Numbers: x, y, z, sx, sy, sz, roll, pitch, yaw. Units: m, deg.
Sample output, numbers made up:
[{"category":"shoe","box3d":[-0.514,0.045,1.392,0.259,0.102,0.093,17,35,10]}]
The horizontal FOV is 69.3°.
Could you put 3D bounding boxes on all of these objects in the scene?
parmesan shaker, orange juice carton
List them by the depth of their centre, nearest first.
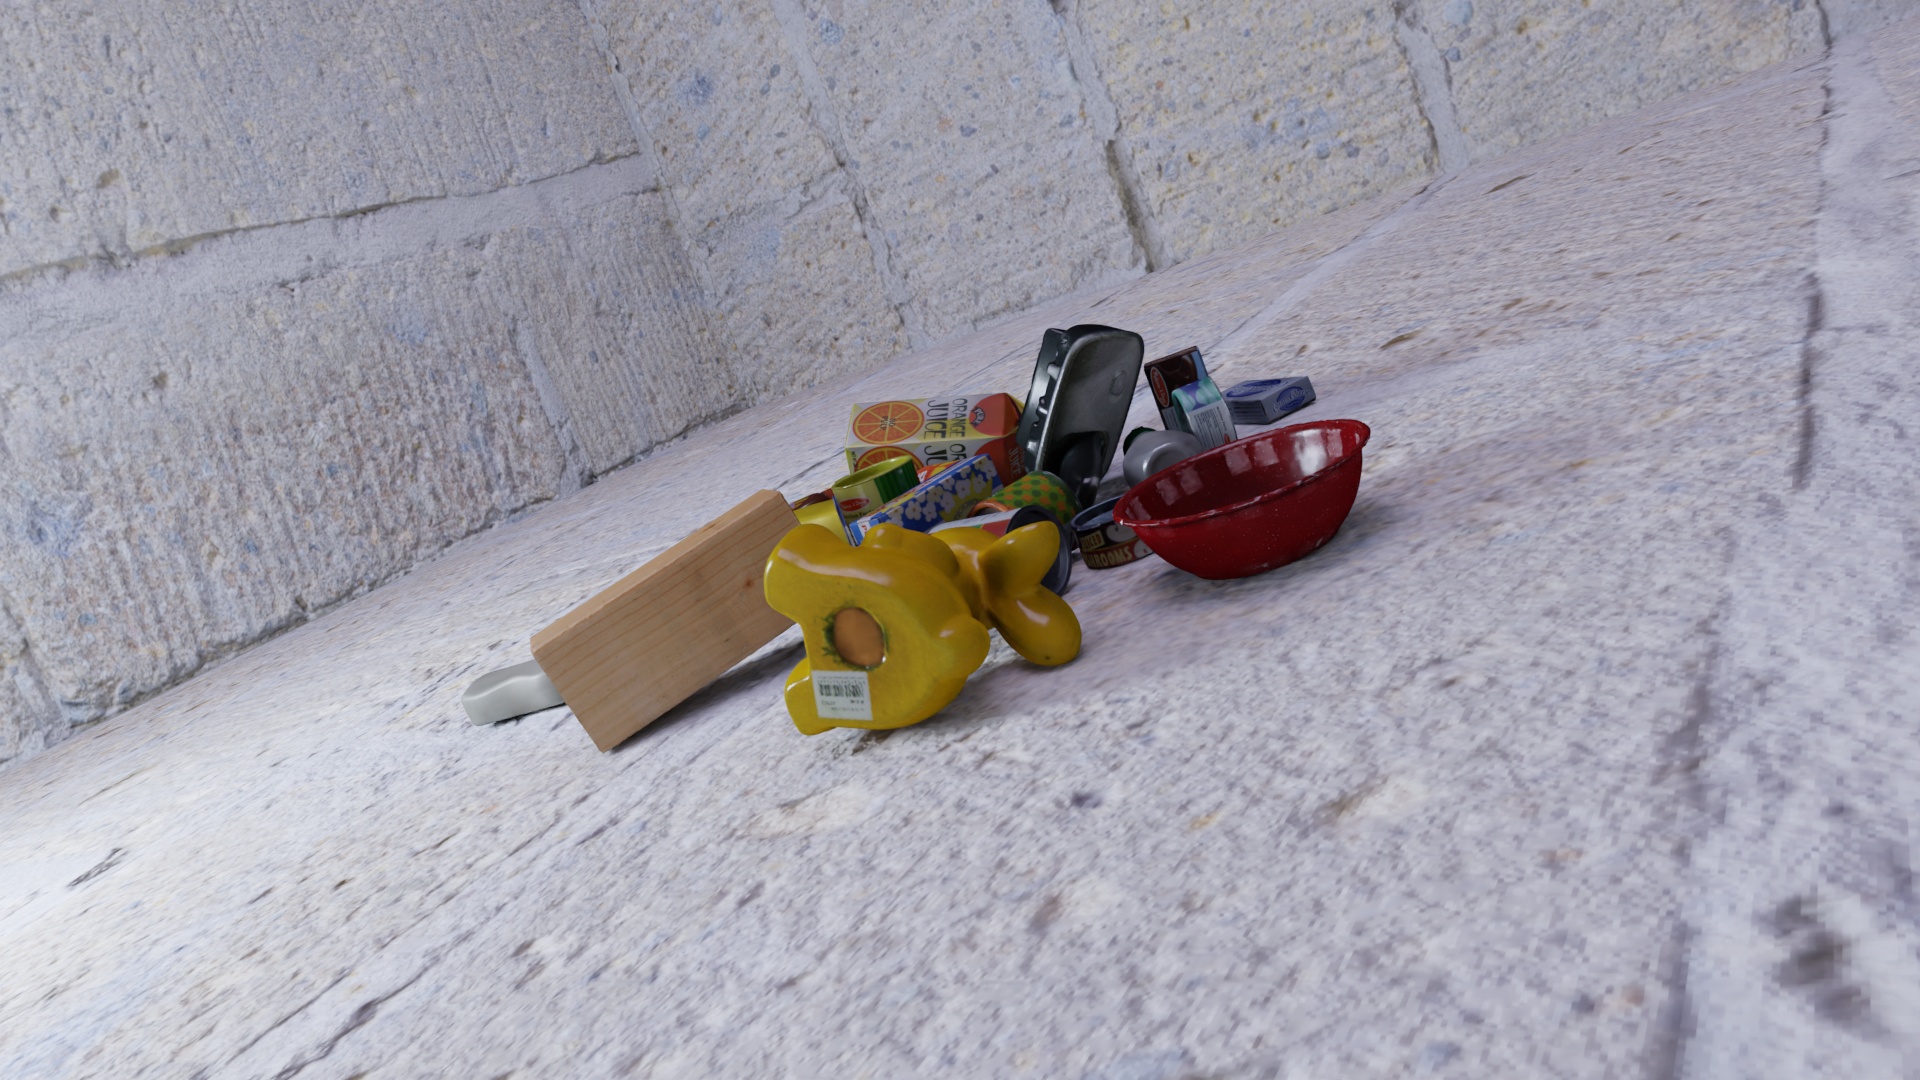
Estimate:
[{"category":"parmesan shaker","box3d":[-0.052,-0.006,1.070,0.071,0.103,0.071,-20,12,5]},{"category":"orange juice carton","box3d":[-0.007,-0.089,1.322,0.193,0.071,0.073,-3,41,6]}]

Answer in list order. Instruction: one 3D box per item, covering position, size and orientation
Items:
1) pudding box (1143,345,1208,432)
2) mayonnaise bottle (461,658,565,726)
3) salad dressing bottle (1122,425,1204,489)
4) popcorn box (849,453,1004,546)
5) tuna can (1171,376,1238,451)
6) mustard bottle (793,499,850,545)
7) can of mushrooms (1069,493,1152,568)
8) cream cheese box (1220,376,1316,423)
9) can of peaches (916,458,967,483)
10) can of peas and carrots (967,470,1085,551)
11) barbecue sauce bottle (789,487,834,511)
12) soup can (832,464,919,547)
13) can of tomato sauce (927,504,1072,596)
[{"category":"pudding box","box3d":[0.194,-0.121,1.195,0.049,0.083,0.030,-19,12,12]},{"category":"mayonnaise bottle","box3d":[-0.353,0.121,1.191,0.148,0.041,0.065,-15,15,23]},{"category":"salad dressing bottle","box3d":[0.158,-0.066,1.117,0.064,0.044,0.148,-23,11,3]},{"category":"popcorn box","box3d":[-0.013,-0.002,1.027,0.038,0.085,0.127,-11,16,48]},{"category":"tuna can","box3d":[0.198,-0.098,1.129,0.033,0.071,0.071,-22,12,3]},{"category":"mustard bottle","box3d":[-0.156,-0.007,1.391,0.160,0.048,0.065,-13,15,38]},{"category":"can of mushrooms","box3d":[0.110,-0.008,0.963,0.071,0.033,0.071,-20,12,5]},{"category":"cream cheese box","box3d":[0.263,-0.124,1.233,0.053,0.024,0.104,-27,13,-16]},{"category":"can of peaches","box3d":[-0.006,-0.037,1.213,0.071,0.071,0.058,-31,15,-37]},{"category":"can of peas and carrots","box3d":[0.046,-0.011,1.004,0.059,0.071,0.071,-31,15,-36]},{"category":"barbecue sauce bottle","box3d":[-0.174,-0.021,1.498,0.149,0.043,0.065,-27,12,-24]},{"category":"soup can","box3d":[-0.068,-0.027,1.275,0.084,0.071,0.071,-22,12,-2]},{"category":"can of tomato sauce","box3d":[0.023,0.017,0.939,0.083,0.071,0.071,-11,16,44]}]
